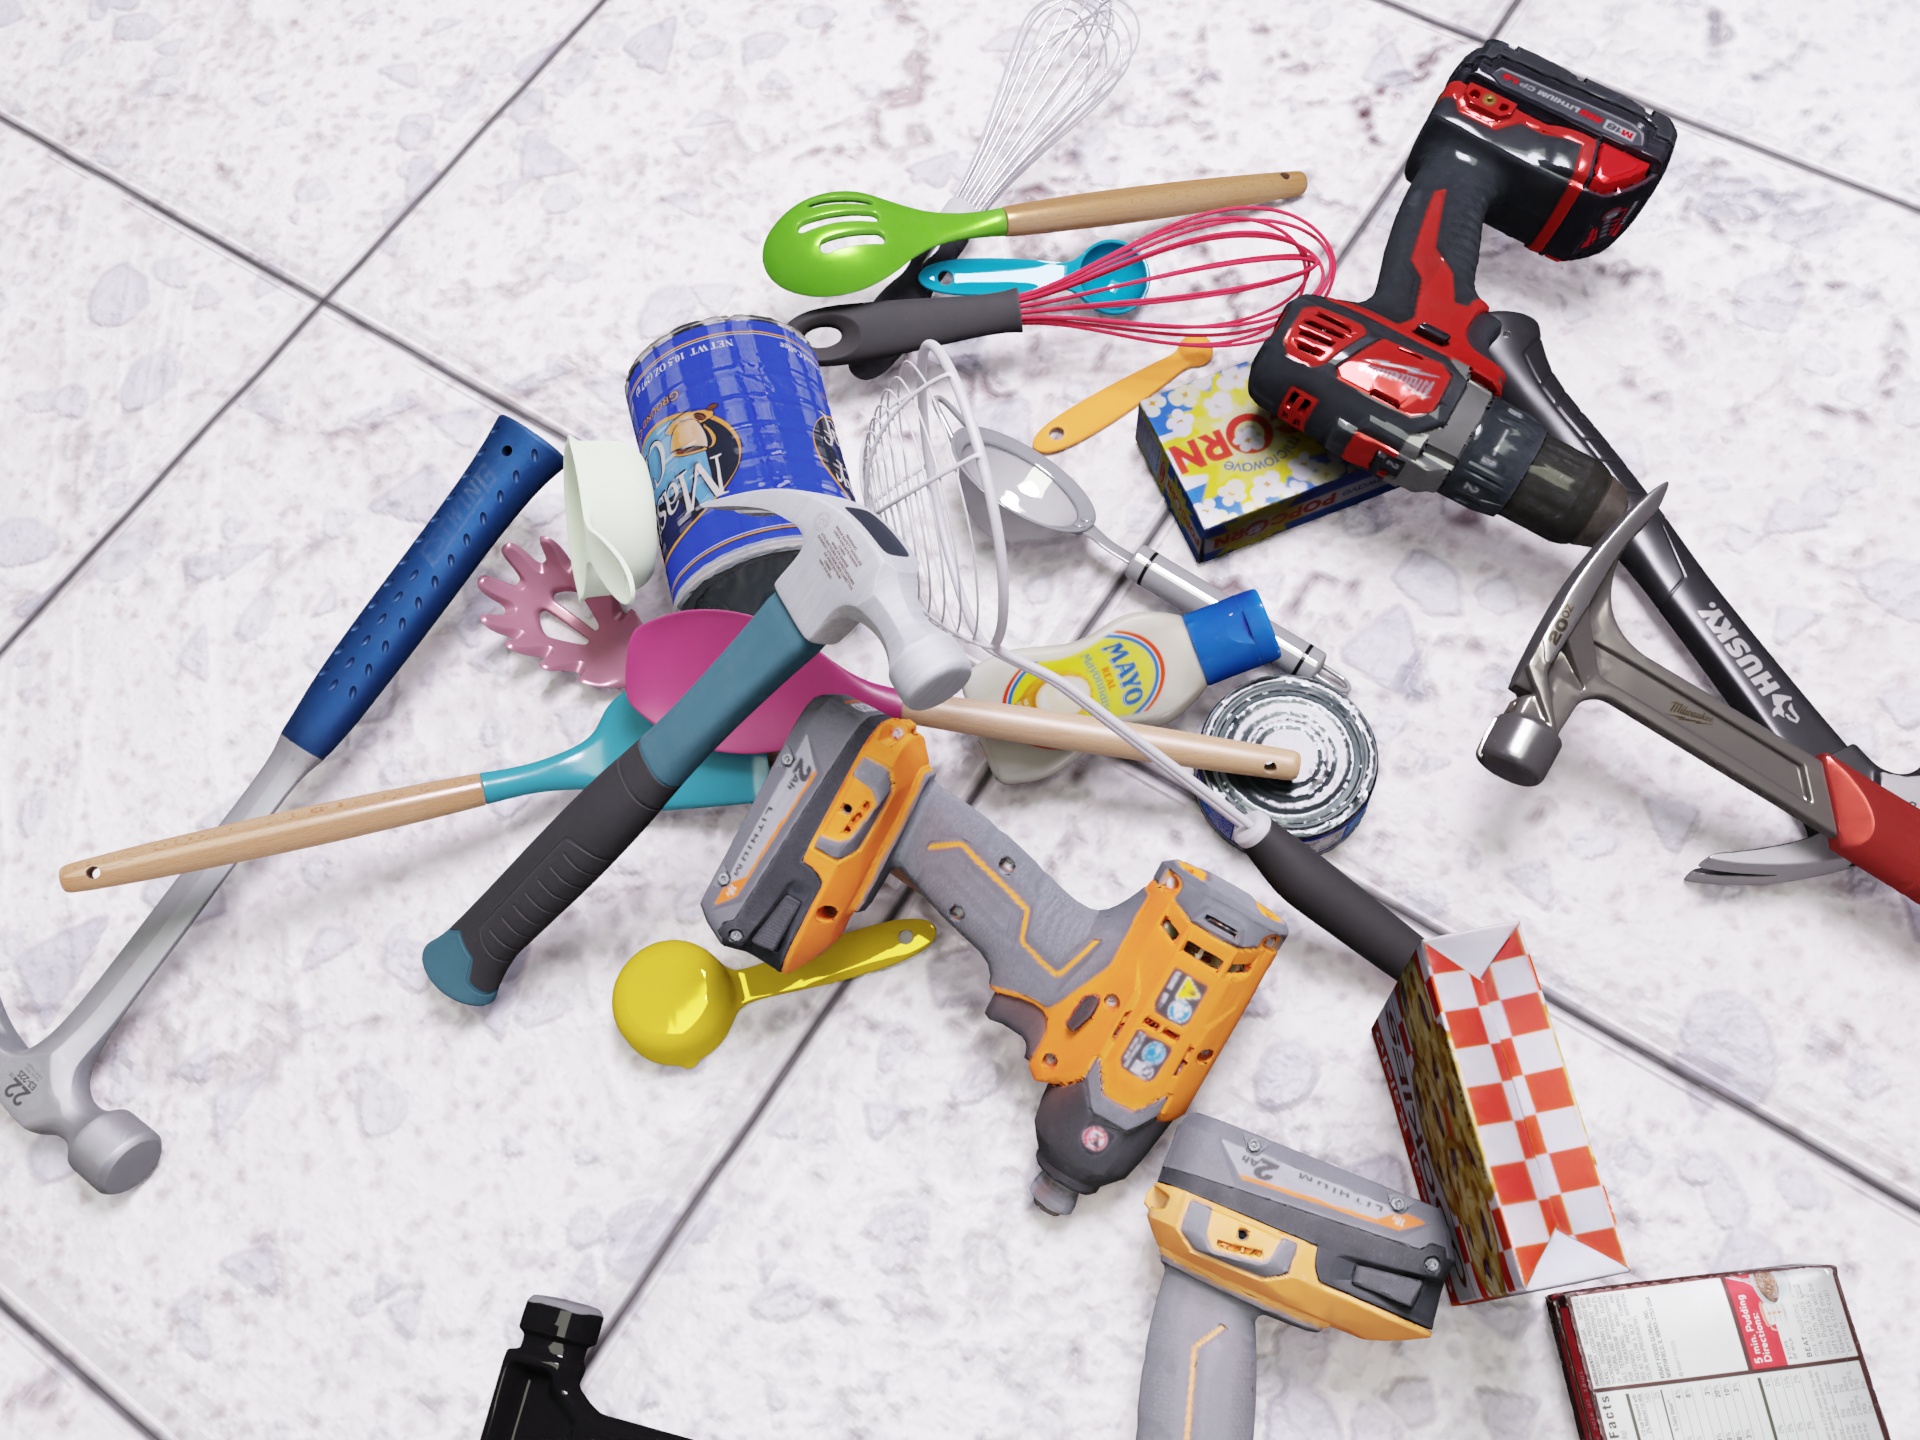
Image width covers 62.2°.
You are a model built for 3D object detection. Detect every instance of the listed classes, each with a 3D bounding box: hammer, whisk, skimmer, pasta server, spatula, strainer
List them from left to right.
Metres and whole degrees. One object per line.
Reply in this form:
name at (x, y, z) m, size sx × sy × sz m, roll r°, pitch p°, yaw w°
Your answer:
hammer at (-0.335, 0.018, 0.782) m, size 0.144 × 0.035 × 0.405 m, roll 32°, pitch 81°, yaw 17°
spatula at (-0.251, 0.035, 0.746) m, size 0.317 × 0.044 × 0.082 m, roll -13°, pitch 85°, yaw -17°
hammer at (-0.136, 0.027, 0.685) m, size 0.331 × 0.033 × 0.128 m, roll -42°, pitch 66°, yaw 28°
pasta server at (-0.113, 0.009, 0.790) m, size 0.316 × 0.040 × 0.060 m, roll 35°, pitch 85°, yaw 16°
hammer at (-0.046, 0.315, 0.608) m, size 0.337 × 0.034 × 0.127 m, roll 2°, pitch 66°, yaw 24°
whisk at (0.015, -0.309, 0.901) m, size 0.070 × 0.070 × 0.285 m, roll 28°, pitch 77°, yaw 16°
whisk at (0.050, -0.221, 0.843) m, size 0.296 × 0.073 × 0.073 m, roll -8°, pitch 67°, yaw 3°
strainer at (0.084, -0.081, 0.807) m, size 0.258 × 0.050 × 0.087 m, roll 33°, pitch 30°, yaw 12°
skimmer at (0.098, -0.012, 0.683) m, size 0.363 × 0.127 × 0.090 m, roll 38°, pitch 88°, yaw -12°
hammer at (0.341, -0.073, 0.782) m, size 0.146 × 0.035 × 0.335 m, roll -25°, pitch 67°, yaw -6°
hammer at (0.413, 0.047, 0.687) m, size 0.359 × 0.036 × 0.149 m, roll 33°, pitch 81°, yaw 7°

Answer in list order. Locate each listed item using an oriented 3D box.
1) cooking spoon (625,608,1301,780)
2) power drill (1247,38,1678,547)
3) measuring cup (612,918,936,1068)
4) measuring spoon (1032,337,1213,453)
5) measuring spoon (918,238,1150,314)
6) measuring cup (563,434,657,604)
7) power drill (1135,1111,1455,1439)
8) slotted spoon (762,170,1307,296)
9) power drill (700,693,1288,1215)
cooking spoon at (-0.001, -0.002, 0.743) m, size 0.319 × 0.017 × 0.068 m, roll 9°, pitch 105°, yaw 4°
power drill at (0.270, -0.204, 0.785) m, size 0.188 × 0.080 × 0.227 m, roll 30°, pitch 73°, yaw 8°
measuring cup at (-0.088, 0.117, 0.745) m, size 0.156 × 0.029 × 0.062 m, roll -16°, pitch 67°, yaw -1°
measuring spoon at (0.088, -0.178, 0.862) m, size 0.117 × 0.011 × 0.021 m, roll -32°, pitch 68°, yaw -8°
measuring spoon at (0.040, -0.243, 0.879) m, size 0.128 × 0.021 × 0.042 m, roll -2°, pitch 86°, yaw -6°
measuring cup at (-0.154, -0.084, 0.738) m, size 0.038 × 0.083 × 0.168 m, roll -7°, pitch 23°, yaw -21°
power drill at (0.126, 0.293, 0.626) m, size 0.185 × 0.084 × 0.226 m, roll 20°, pitch 75°, yaw 13°
slotted spoon at (0.047, -0.277, 0.866) m, size 0.313 × 0.031 × 0.070 m, roll -12°, pitch 63°, yaw -15°
power drill at (0.006, 0.103, 0.698) m, size 0.226 × 0.084 × 0.164 m, roll 29°, pitch 95°, yaw 5°
